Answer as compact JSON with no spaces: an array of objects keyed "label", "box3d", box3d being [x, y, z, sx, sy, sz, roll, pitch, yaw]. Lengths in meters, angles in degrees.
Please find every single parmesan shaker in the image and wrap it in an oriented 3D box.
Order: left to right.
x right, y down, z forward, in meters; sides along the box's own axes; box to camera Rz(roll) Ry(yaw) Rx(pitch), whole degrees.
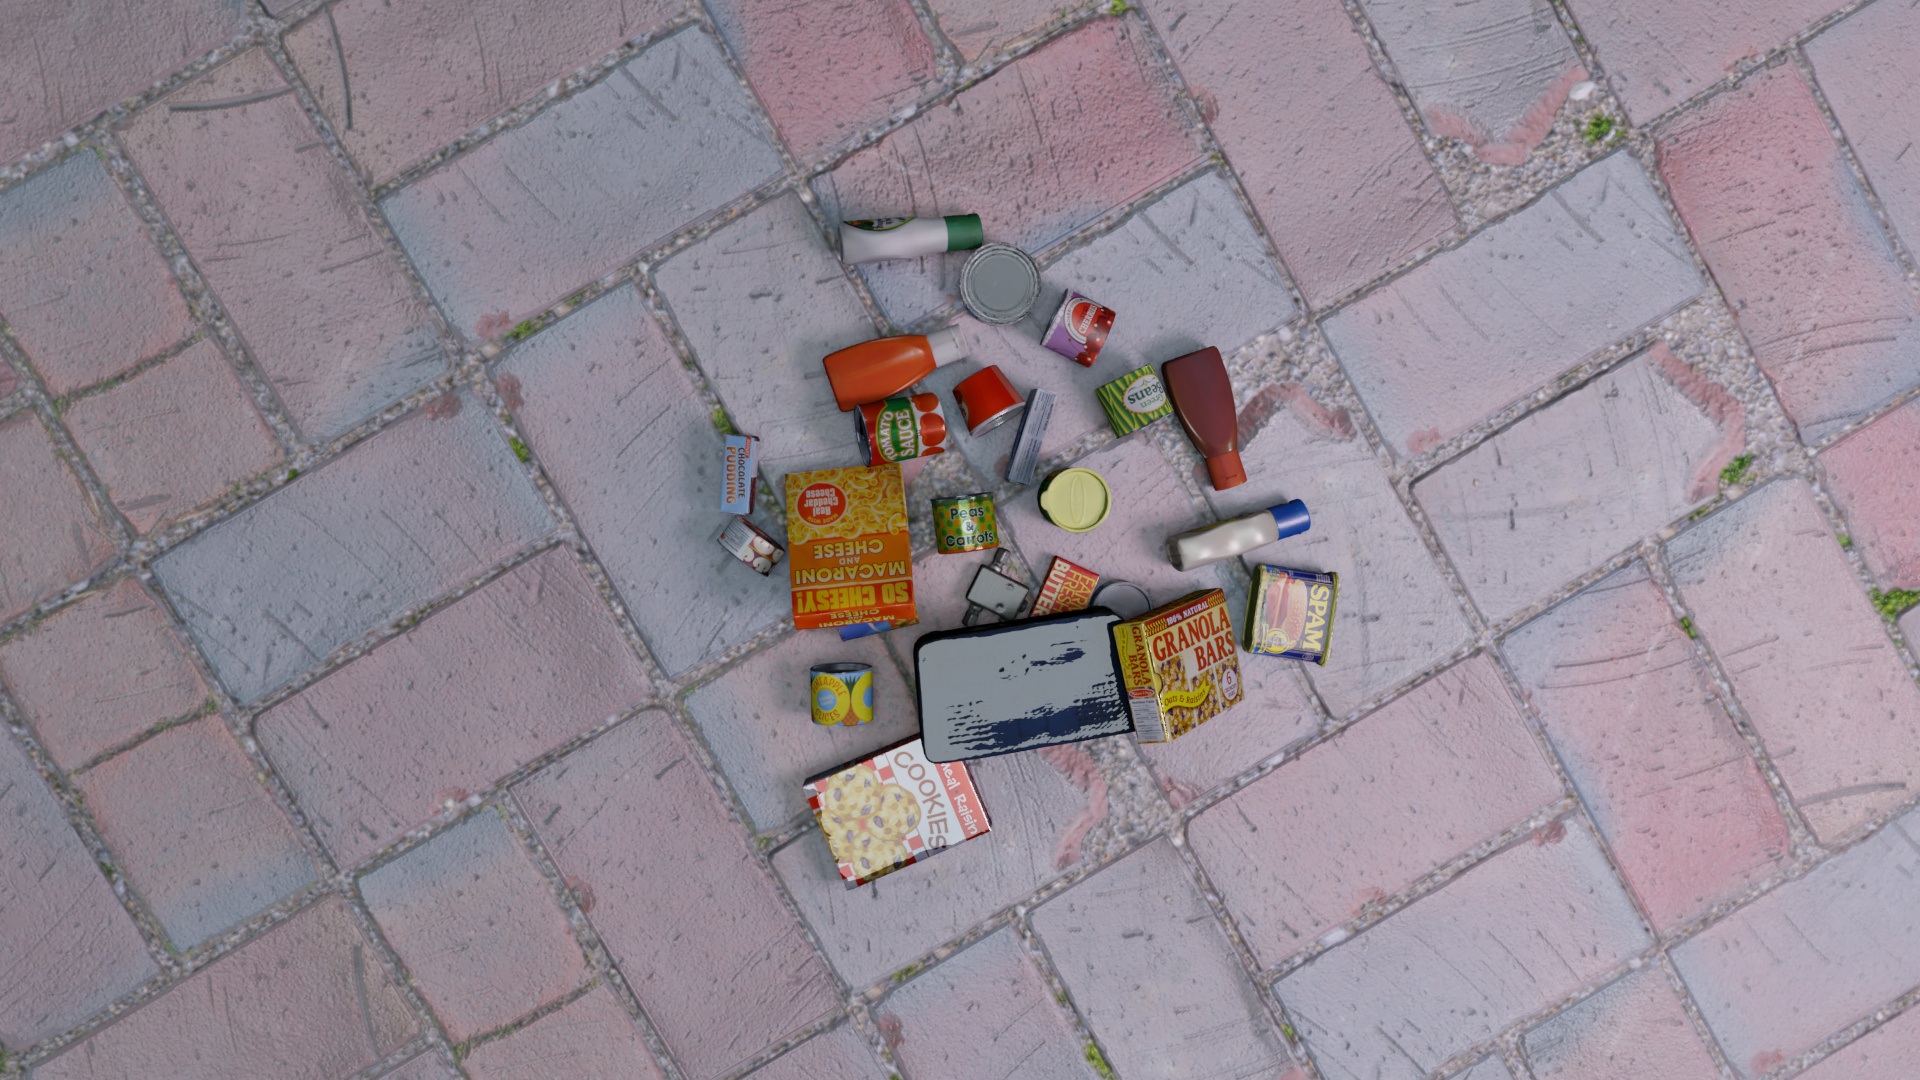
[{"label":"parmesan shaker","box3d":[0.113,-0.043,1.440,0.071,0.103,0.071,0,93,-3]}]

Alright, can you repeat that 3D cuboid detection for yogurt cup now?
[{"label":"yogurt cup","box3d":[0.028,-0.147,1.452,0.072,0.072,0.054,-30,86,0]}]

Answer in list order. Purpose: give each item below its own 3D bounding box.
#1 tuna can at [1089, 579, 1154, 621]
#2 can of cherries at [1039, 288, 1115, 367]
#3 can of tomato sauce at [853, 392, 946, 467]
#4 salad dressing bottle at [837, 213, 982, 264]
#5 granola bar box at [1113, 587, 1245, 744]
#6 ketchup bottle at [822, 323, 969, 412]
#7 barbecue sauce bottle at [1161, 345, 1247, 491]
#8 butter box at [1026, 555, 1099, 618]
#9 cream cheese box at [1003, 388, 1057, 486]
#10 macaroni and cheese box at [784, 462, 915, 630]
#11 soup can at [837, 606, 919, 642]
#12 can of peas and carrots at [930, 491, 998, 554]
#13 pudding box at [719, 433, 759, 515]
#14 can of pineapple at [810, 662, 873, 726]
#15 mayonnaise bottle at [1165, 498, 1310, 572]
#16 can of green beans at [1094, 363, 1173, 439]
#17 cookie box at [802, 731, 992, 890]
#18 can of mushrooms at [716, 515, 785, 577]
[{"label":"tuna can","box3d":[0.170,0.077,1.483,0.071,0.033,0.071,0,93,-2]},{"label":"can of cherries","box3d":[0.123,-0.222,1.448,0.058,0.071,0.071,26,92,-3]},{"label":"can of tomato sauce","box3d":[-0.062,-0.115,1.439,0.083,0.071,0.071,-12,93,-13]},{"label":"salad dressing bottle","box3d":[-0.052,-0.316,1.445,0.148,0.064,0.043,-8,112,-10]},{"label":"granola bar box","box3d":[0.229,0.127,1.429,0.039,0.166,0.124,-10,94,40]},{"label":"ketchup bottle","box3d":[-0.066,-0.186,1.456,0.149,0.043,0.064,-19,99,-1]},{"label":"barbecue sauce bottle","box3d":[0.264,-0.127,1.472,0.065,0.044,0.148,-19,94,-1]},{"label":"butter box","box3d":[0.105,0.073,1.484,0.053,0.024,0.103,23,92,-4]},{"label":"cream cheese box","box3d":[0.073,-0.109,1.460,0.024,0.053,0.103,17,92,-5]},{"label":"macaroni and cheese box","box3d":[-0.113,0.005,1.426,0.124,0.040,0.167,-6,62,-2]},{"label":"soup can","box3d":[-0.090,0.067,1.457,0.084,0.071,0.071,-13,93,-2]},{"label":"can of peas and carrots","box3d":[0.005,-0.018,1.453,0.071,0.071,0.058,-8,94,-2]},{"label":"pudding box","box3d":[-0.230,-0.069,1.452,0.030,0.049,0.083,5,93,-1]},{"label":"can of pineapple","box3d":[-0.125,0.161,1.457,0.071,0.071,0.058,-1,93,-2]},{"label":"mayonnaise bottle","box3d":[0.295,-0.006,1.471,0.148,0.064,0.041,-18,90,-5]},{"label":"can of green beans","box3d":[0.182,-0.146,1.456,0.071,0.071,0.058,-25,93,-1]},{"label":"cookie box","box3d":[-0.066,0.281,1.480,0.167,0.040,0.123,-23,93,0]},{"label":"can of mushrooms","box3d":[-0.216,0.007,1.449,0.071,0.071,0.033,36,91,-4]}]
